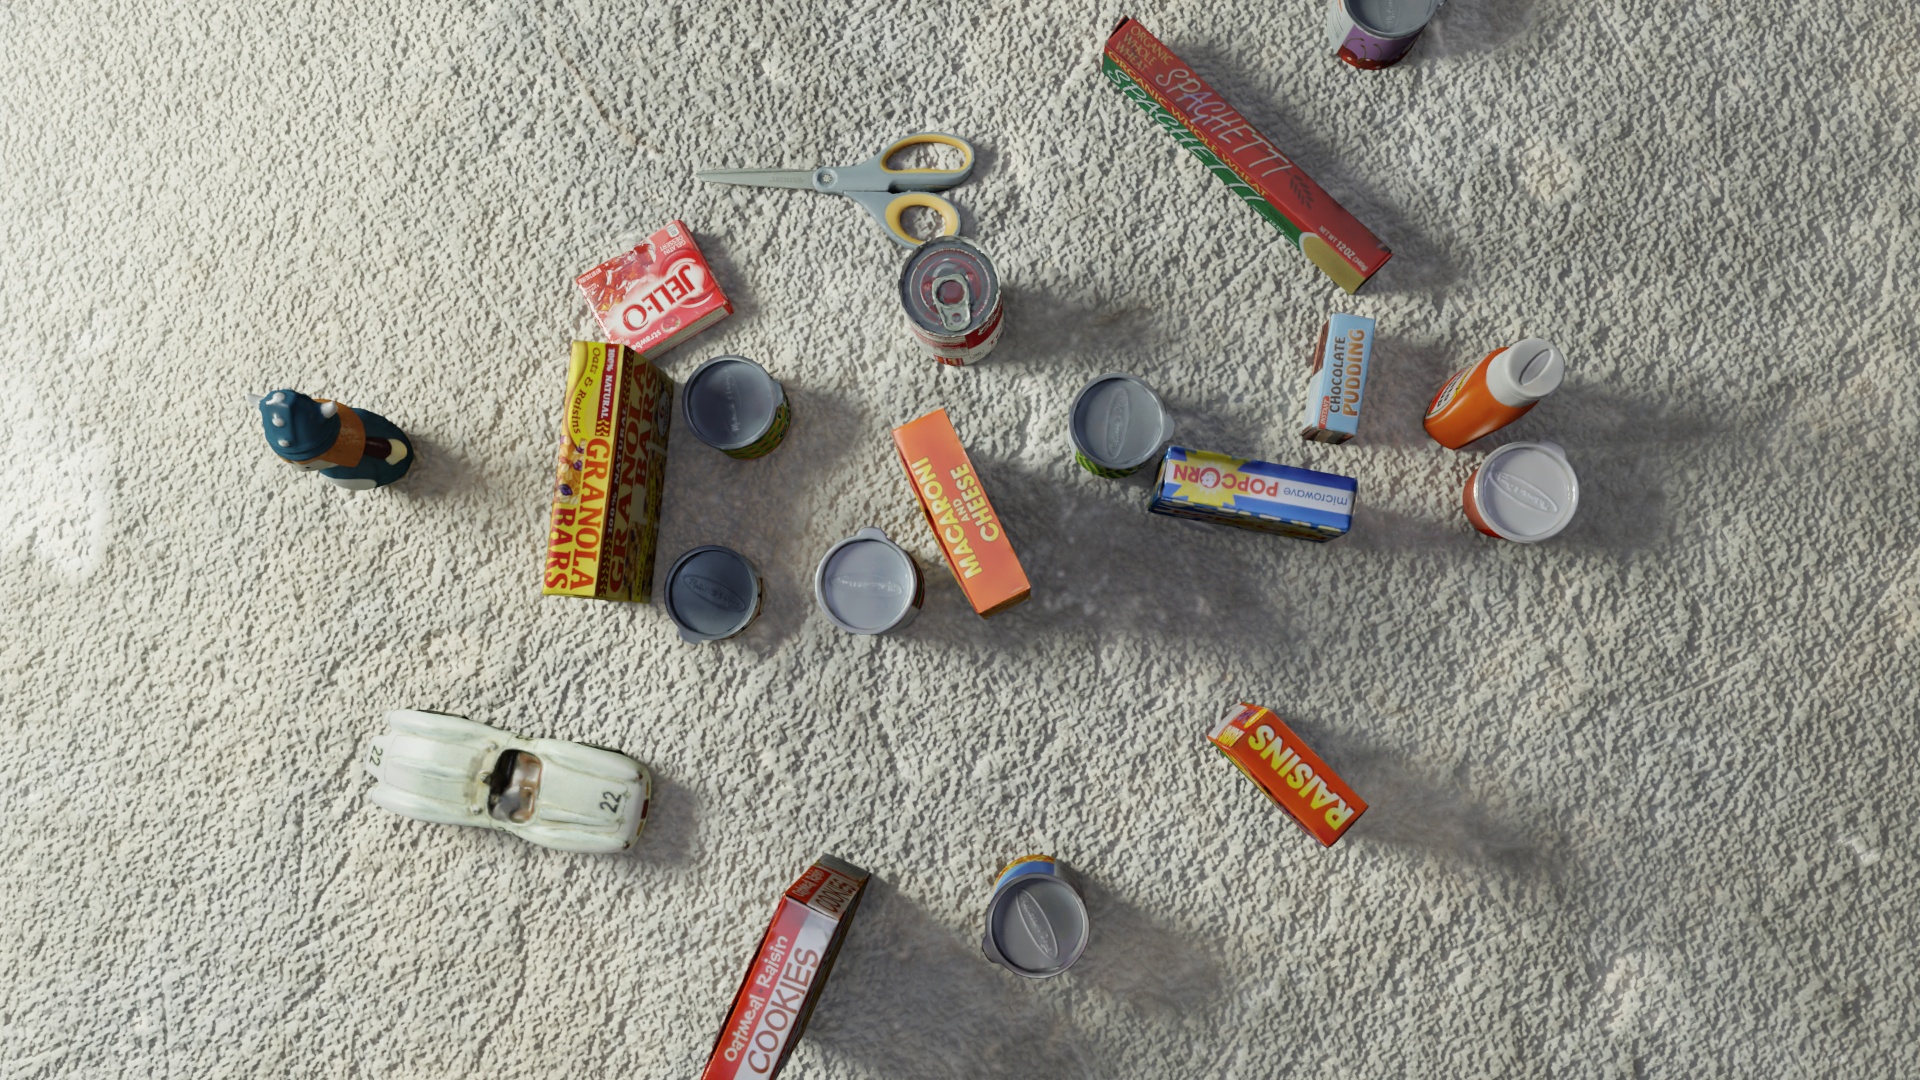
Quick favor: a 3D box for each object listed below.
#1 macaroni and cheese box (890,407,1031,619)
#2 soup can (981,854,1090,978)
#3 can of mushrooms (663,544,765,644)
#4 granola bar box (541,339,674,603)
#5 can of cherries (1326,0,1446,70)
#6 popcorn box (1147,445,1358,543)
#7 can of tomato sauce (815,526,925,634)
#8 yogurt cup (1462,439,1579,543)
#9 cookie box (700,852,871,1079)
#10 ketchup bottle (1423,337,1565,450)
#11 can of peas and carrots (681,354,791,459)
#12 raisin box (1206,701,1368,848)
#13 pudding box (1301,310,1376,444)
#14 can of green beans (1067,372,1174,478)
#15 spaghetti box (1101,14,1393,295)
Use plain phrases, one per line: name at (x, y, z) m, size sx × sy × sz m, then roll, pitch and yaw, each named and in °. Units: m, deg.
macaroni and cheese box at (0.003, -0.011, 0.904) m, size 0.040 × 0.166 × 0.124 m, roll -26°, pitch 85°, yaw 1°
soup can at (0.049, 0.248, 0.920) m, size 0.071 × 0.083 × 0.071 m, roll 0°, pitch 85°, yaw 3°
can of mushrooms at (-0.173, 0.039, 0.975) m, size 0.071 × 0.033 × 0.071 m, roll 0°, pitch 85°, yaw 3°
granola bar box at (-0.234, -0.041, 0.940) m, size 0.039 × 0.124 × 0.165 m, roll 5°, pitch 86°, yaw 4°
can of cherries at (0.298, -0.372, 0.974) m, size 0.071 × 0.058 × 0.071 m, roll 0°, pitch 85°, yaw 3°
popcorn box at (0.195, -0.030, 0.936) m, size 0.127 × 0.085 × 0.038 m, roll 10°, pitch 86°, yaw 4°
can of tomato sauce at (-0.060, 0.029, 0.945) m, size 0.071 × 0.083 × 0.071 m, roll 0°, pitch 85°, yaw 3°
yogurt cup at (0.376, -0.030, 0.942) m, size 0.072 × 0.054 × 0.072 m, roll 0°, pitch 85°, yaw 3°
cookie box at (-0.107, 0.274, 0.884) m, size 0.040 × 0.167 × 0.123 m, roll 23°, pitch 87°, yaw 5°
ketchup bottle at (0.349, -0.098, 0.902) m, size 0.043 × 0.148 × 0.065 m, roll 40°, pitch 89°, yaw 5°
can of peas and carrots at (-0.153, -0.093, 0.973) m, size 0.071 × 0.058 × 0.071 m, roll 0°, pitch 85°, yaw 3°
raisin box at (0.208, 0.149, 0.900) m, size 0.040 × 0.123 × 0.086 m, roll -44°, pitch 85°, yaw -1°
pudding box at (0.260, -0.111, 0.958) m, size 0.030 × 0.049 × 0.083 m, roll 11°, pitch 86°, yaw 4°
can of green beans at (0.107, -0.078, 0.959) m, size 0.071 × 0.058 × 0.071 m, roll 0°, pitch 85°, yaw 3°
spaghetti box at (0.197, -0.269, 0.975) m, size 0.250 × 0.050 × 0.028 m, roll 44°, pitch 89°, yaw 6°
